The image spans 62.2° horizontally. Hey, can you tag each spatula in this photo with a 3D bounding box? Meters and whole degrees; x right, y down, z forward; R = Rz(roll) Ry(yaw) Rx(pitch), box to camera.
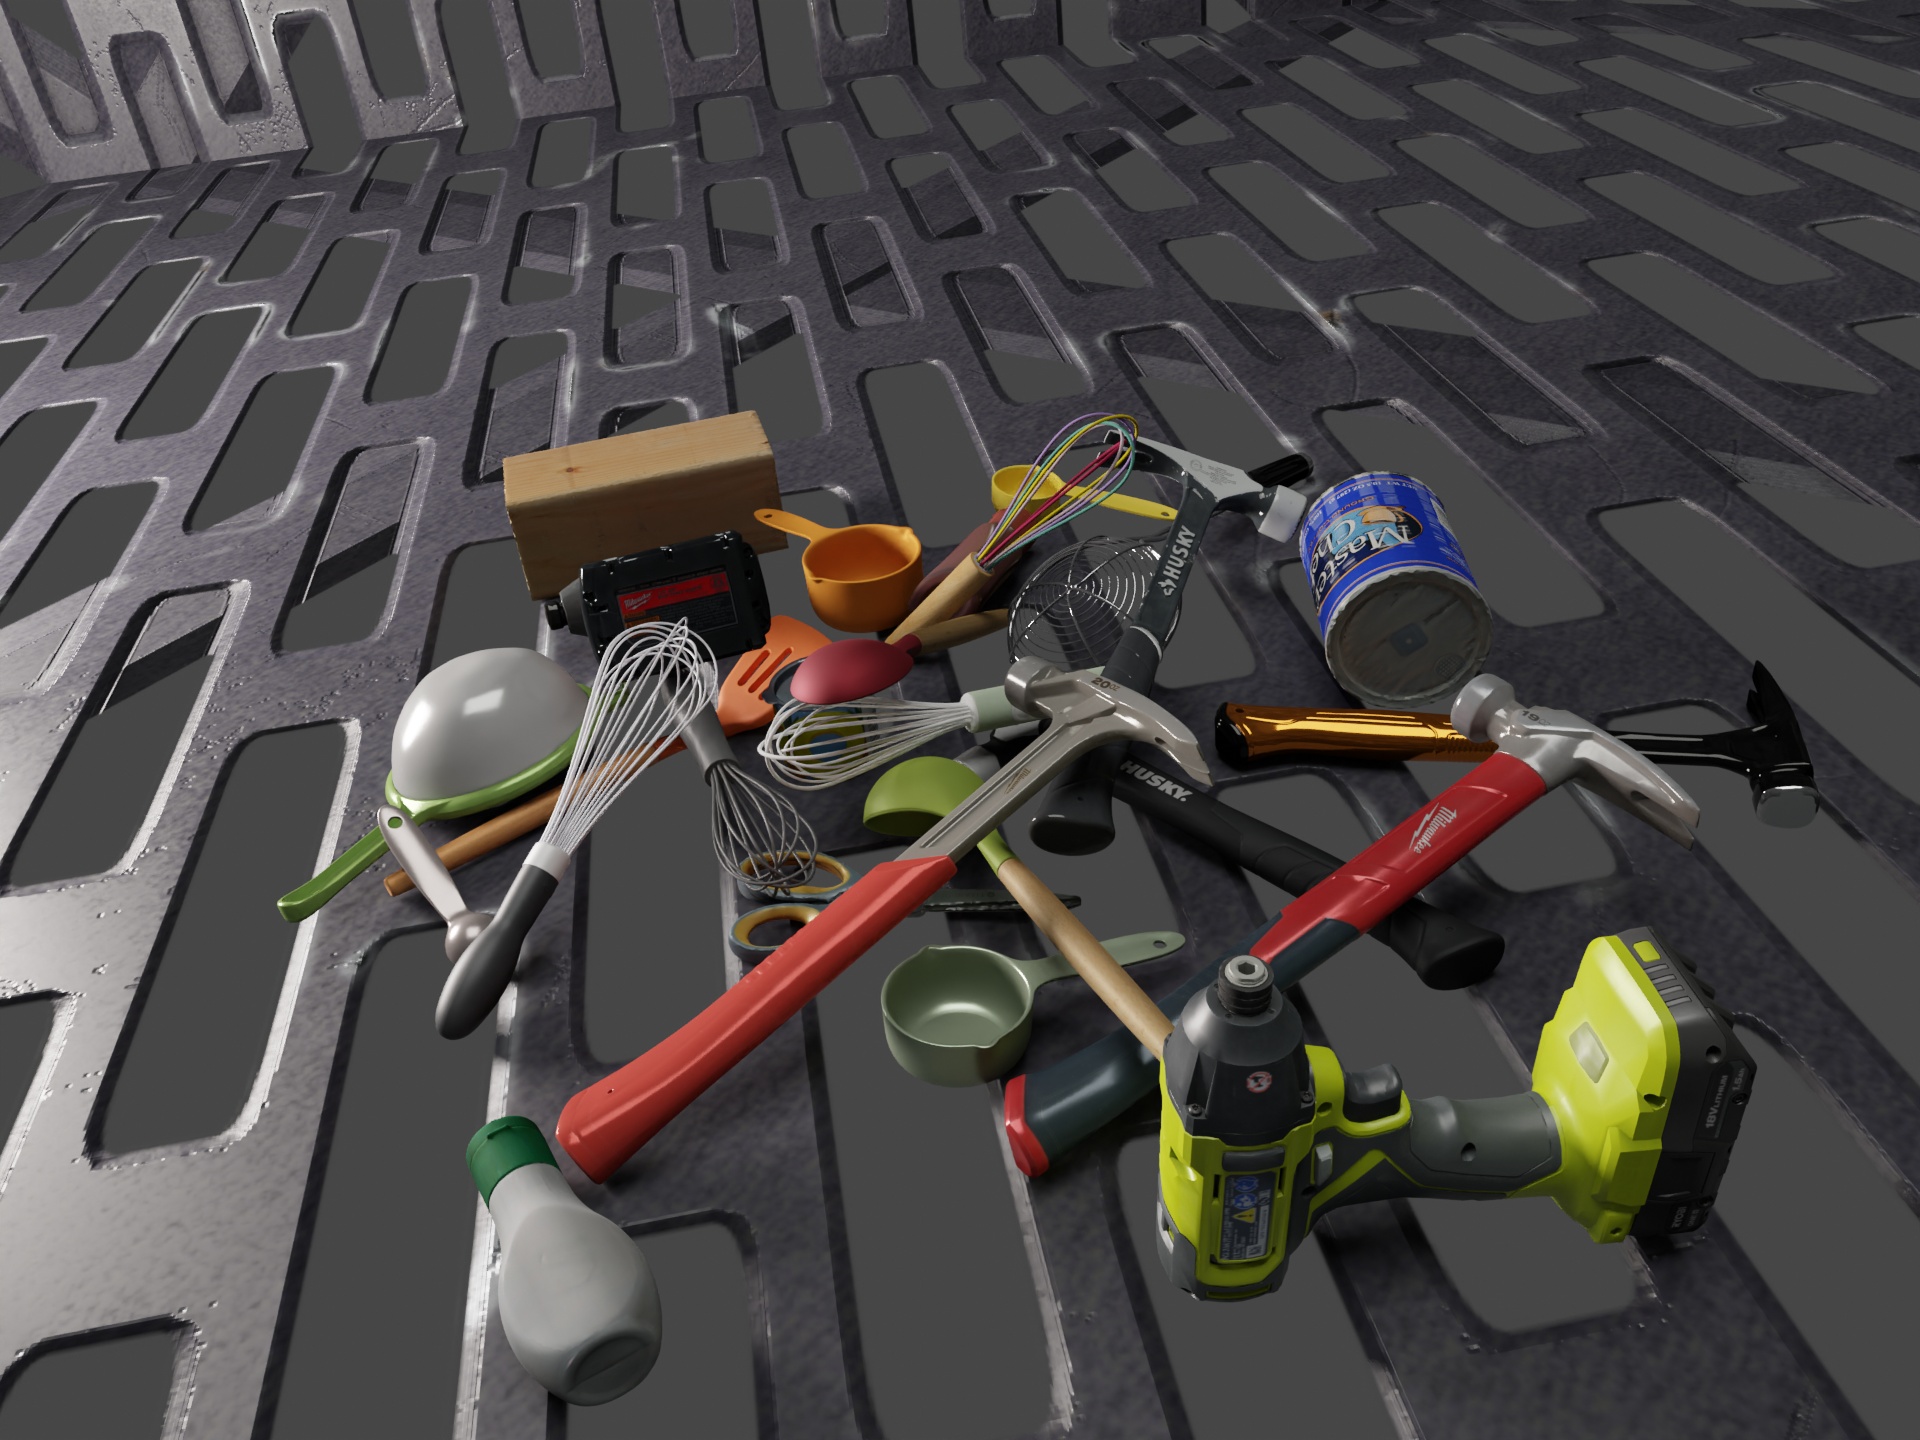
[{"bbox_3d":[-0.221,0.024,1.025,0.322,0.041,0.081,-30,41,-28],"label":"spatula"}]

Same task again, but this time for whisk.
[{"bbox_3d":[-0.221,0.054,0.910,0.070,0.070,0.285,11,59,24],"label":"whisk"},{"bbox_3d":[0.032,-0.117,1.064,0.051,0.245,0.047,50,30,4],"label":"whisk"},{"bbox_3d":[-0.002,-0.003,0.949,0.246,0.057,0.059,-11,18,-20],"label":"whisk"},{"bbox_3d":[-0.141,0.029,0.956,0.055,0.055,0.239,-18,37,-16],"label":"whisk"}]

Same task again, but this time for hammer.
[{"bbox_3d":[0.325,0.007,0.964,0.337,0.034,0.127,2,36,13],"label":"hammer"},{"bbox_3d":[0.188,0.110,0.787,0.386,0.038,0.143,-32,46,-20],"label":"hammer"},{"bbox_3d":[0.113,-0.060,0.984,0.149,0.036,0.409,24,42,3],"label":"hammer"},{"bbox_3d":[-0.044,0.101,0.793,0.359,0.036,0.149,-40,37,-15],"label":"hammer"},{"bbox_3d":[0.157,0.061,0.914,0.146,0.035,0.335,-32,42,-31],"label":"hammer"}]

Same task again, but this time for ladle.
[{"bbox_3d":[-0.020,-0.049,1.008,0.069,0.031,0.315,0,9,21],"label":"ladle"},{"bbox_3d":[0.034,0.101,0.821,0.078,0.062,0.320,7,20,-29],"label":"ladle"}]

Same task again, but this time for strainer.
[{"bbox_3d":[-0.337,0.023,0.995,0.151,0.069,0.256,1,33,32],"label":"strainer"}]

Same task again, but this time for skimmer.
[{"bbox_3d":[0.169,-0.118,1.178,0.127,0.090,0.363,15,29,35],"label":"skimmer"}]

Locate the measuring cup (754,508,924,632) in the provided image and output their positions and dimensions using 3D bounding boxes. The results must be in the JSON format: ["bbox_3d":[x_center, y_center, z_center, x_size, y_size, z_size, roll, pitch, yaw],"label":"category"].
[{"bbox_3d":[-0.098,-0.116,1.200,0.095,0.052,0.174,-31,40,-31],"label":"measuring cup"}]

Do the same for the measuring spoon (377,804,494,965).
[{"bbox_3d":[-0.302,0.091,0.915,0.034,0.018,0.124,-31,67,-27],"label":"measuring spoon"}]

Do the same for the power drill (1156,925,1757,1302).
[{"bbox_3d":[0.193,0.156,0.653,0.223,0.171,0.080,-6,34,-5],"label":"power drill"}]

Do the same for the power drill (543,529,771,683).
[{"bbox_3d":[-0.213,-0.083,1.099,0.143,0.078,0.220,-15,11,-14],"label":"power drill"}]

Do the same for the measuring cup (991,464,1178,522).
[{"bbox_3d":[0.100,-0.169,1.275,0.156,0.029,0.062,13,37,8],"label":"measuring cup"}]

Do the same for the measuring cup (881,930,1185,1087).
[{"bbox_3d":[0.040,0.143,0.816,0.167,0.038,0.083,-11,33,-20],"label":"measuring cup"}]
